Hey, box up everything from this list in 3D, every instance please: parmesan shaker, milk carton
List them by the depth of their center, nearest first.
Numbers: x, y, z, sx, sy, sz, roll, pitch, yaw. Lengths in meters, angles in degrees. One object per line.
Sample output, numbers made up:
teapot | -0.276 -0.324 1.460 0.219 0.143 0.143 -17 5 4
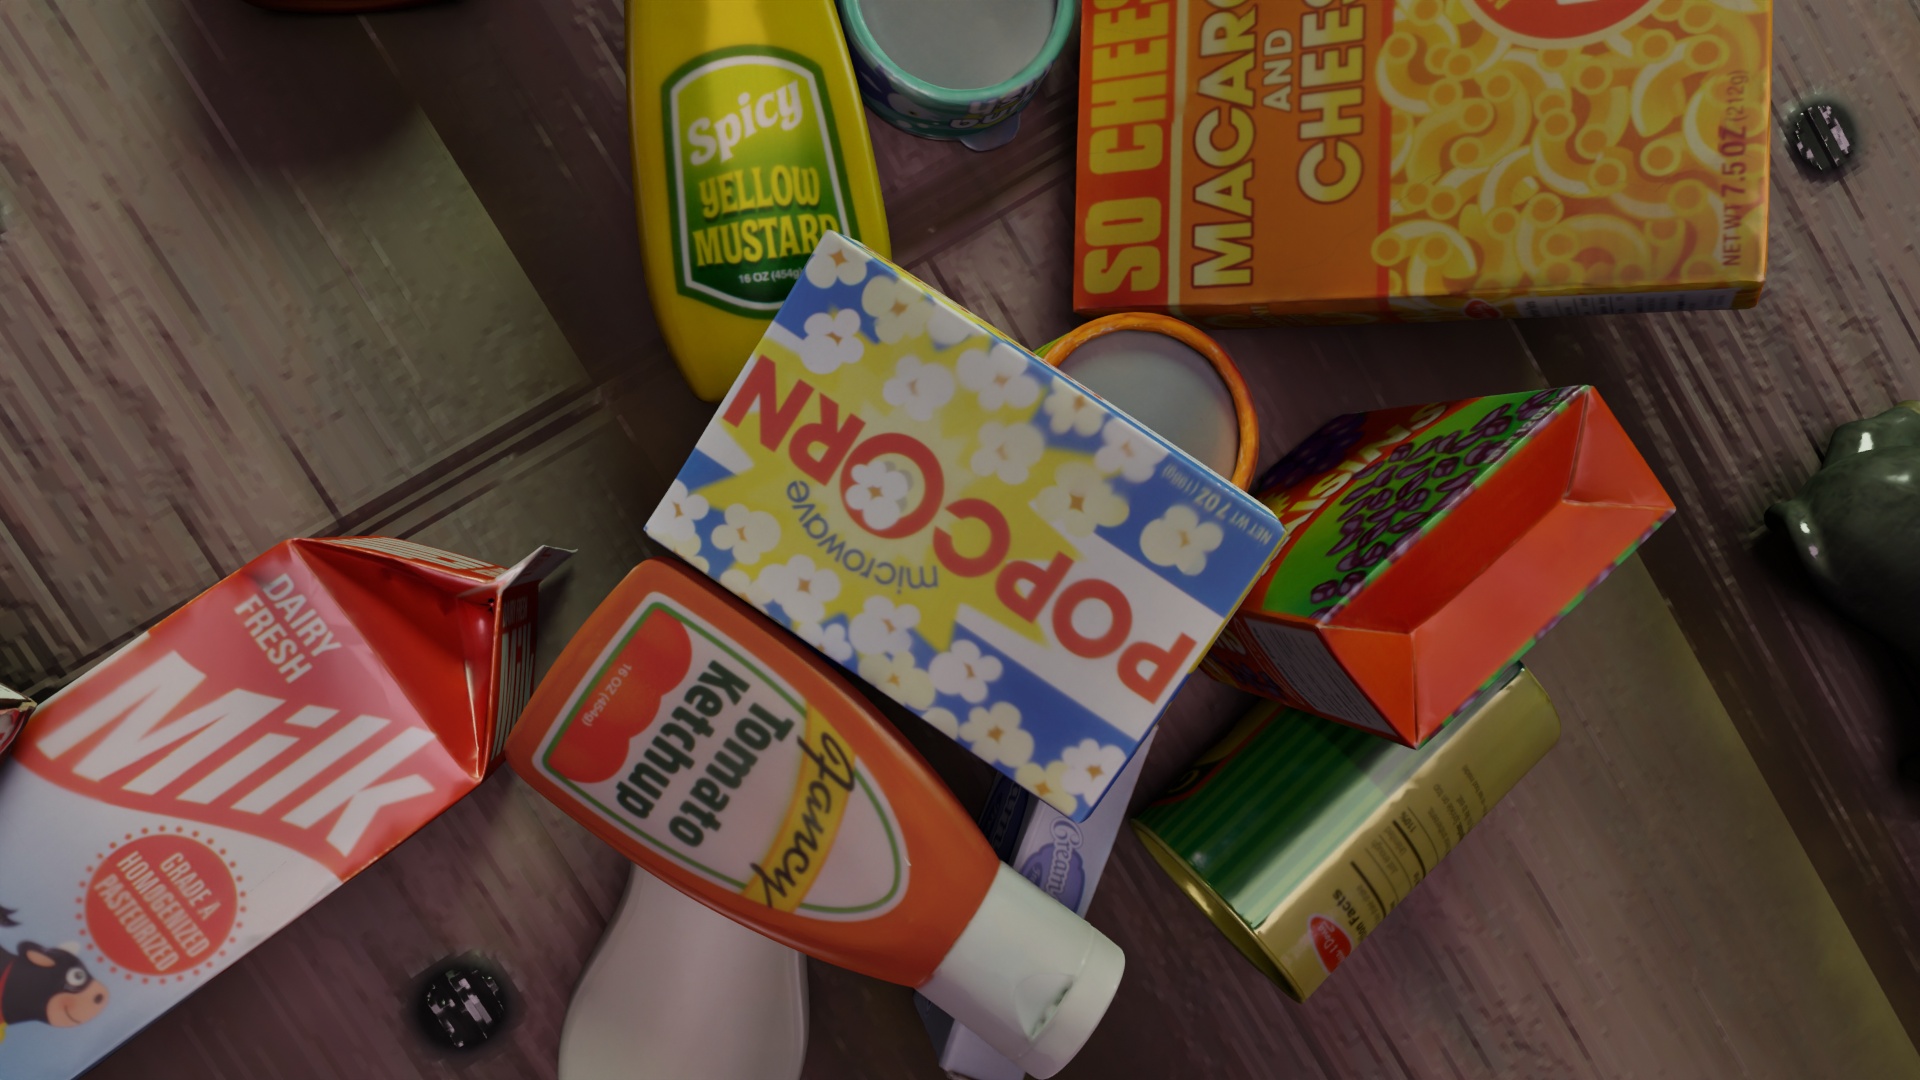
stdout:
milk carton | -0.177 0.058 0.339 0.191 0.072 0.073 -36 95 -8
parmesan shaker | 0.108 0.070 0.393 0.103 0.071 0.071 -42 96 -8

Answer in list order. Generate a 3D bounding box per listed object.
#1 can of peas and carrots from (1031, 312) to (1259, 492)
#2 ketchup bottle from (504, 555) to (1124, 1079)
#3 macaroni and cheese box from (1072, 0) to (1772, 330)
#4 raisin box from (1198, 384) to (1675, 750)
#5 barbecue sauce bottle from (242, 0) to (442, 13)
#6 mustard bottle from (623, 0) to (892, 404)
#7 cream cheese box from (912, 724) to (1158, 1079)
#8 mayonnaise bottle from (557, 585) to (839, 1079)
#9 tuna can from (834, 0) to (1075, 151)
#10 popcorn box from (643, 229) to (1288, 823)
can of peas and carrots | 0.043 -0.028 0.384 0.071 0.058 0.071 0 90 -10
ketchup bottle | -0.031 0.070 0.332 0.149 0.043 0.065 36 87 1
macaroni and cheese box | 0.115 -0.119 0.363 0.166 0.040 0.123 2 89 26
raisin box | 0.106 0.004 0.362 0.086 0.123 0.040 -41 98 -7
barbecue sauce bottle | -0.167 -0.216 0.357 0.065 0.043 0.148 -7 90 -9
mustard bottle | -0.057 -0.117 0.359 0.065 0.049 0.159 -10 104 -8
cream cheese box | 0.018 0.091 0.381 0.024 0.053 0.104 22 86 -11
mayonnaise bottle | -0.062 0.081 0.375 0.065 0.041 0.148 13 86 -6
tuna can | -0.001 -0.147 0.390 0.071 0.033 0.071 0 89 -9
popcorn box | 0.001 -0.004 0.332 0.127 0.038 0.085 34 100 2
